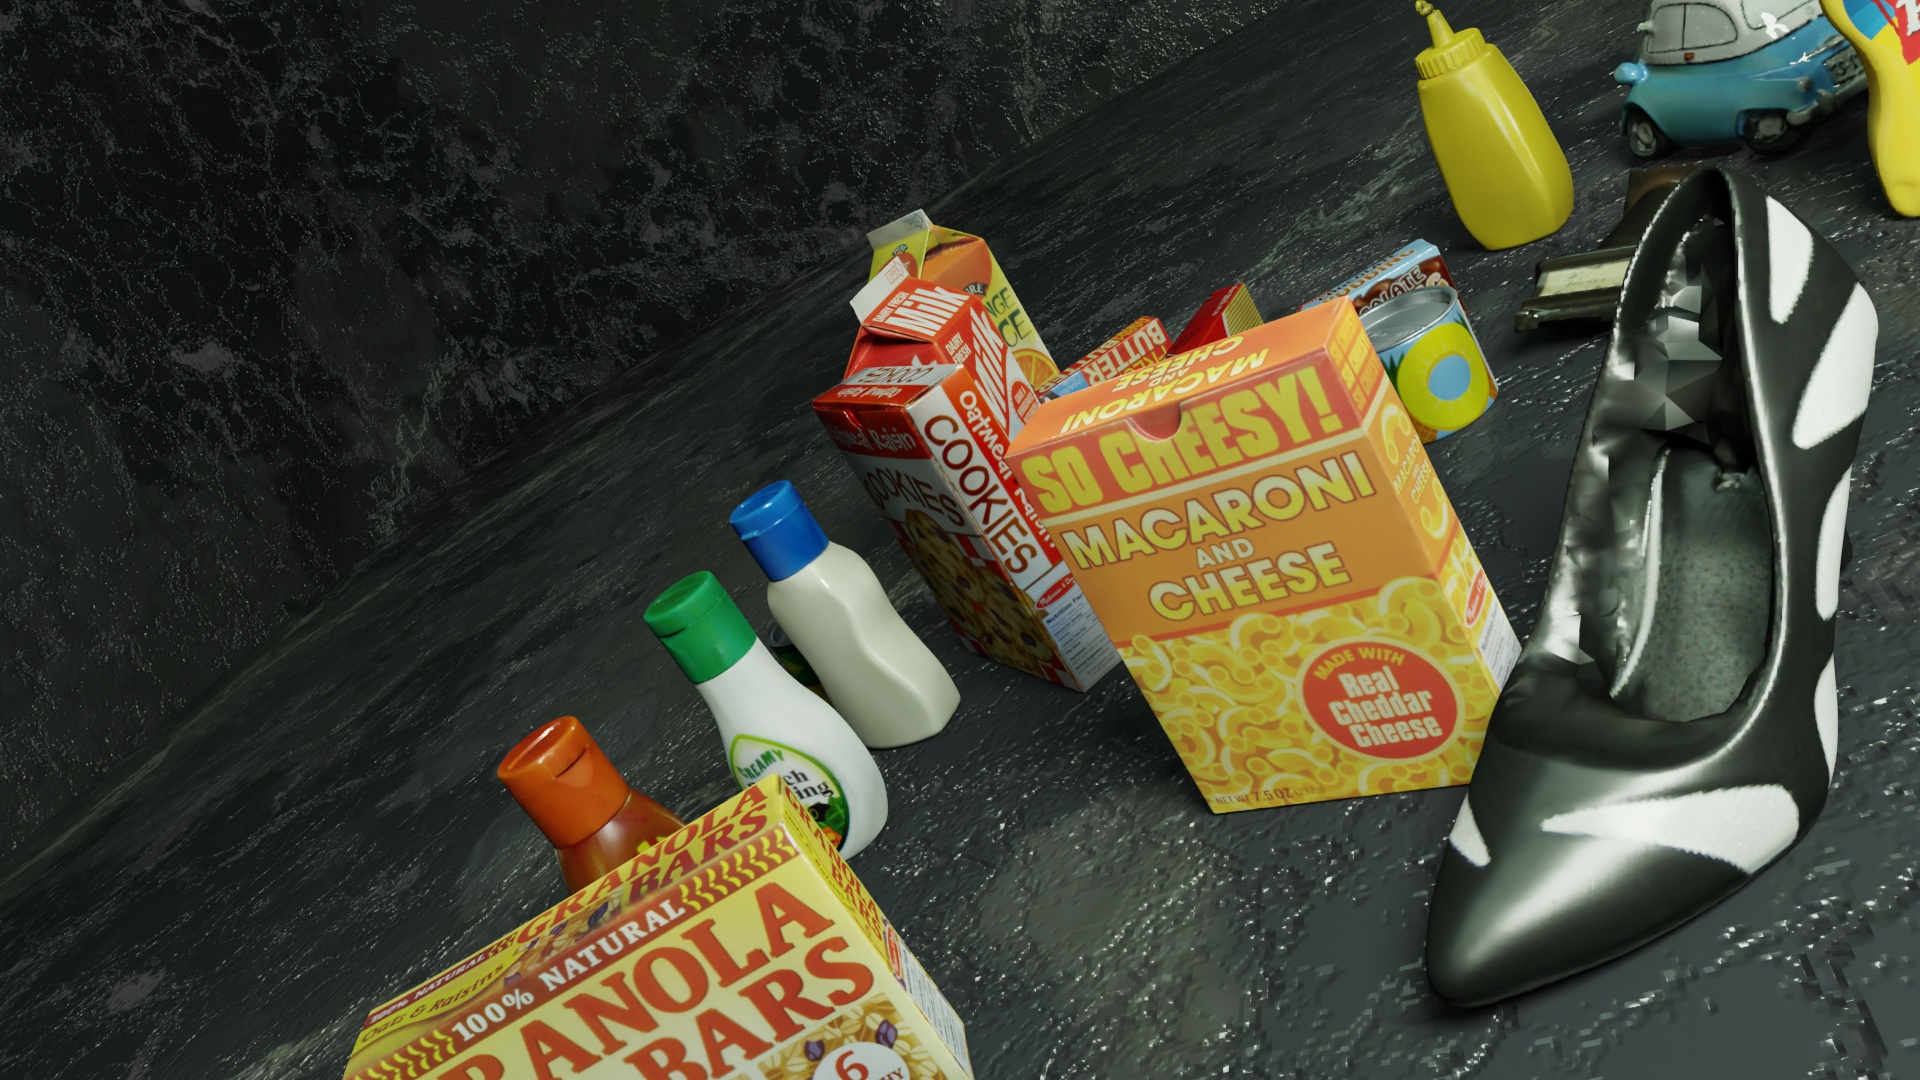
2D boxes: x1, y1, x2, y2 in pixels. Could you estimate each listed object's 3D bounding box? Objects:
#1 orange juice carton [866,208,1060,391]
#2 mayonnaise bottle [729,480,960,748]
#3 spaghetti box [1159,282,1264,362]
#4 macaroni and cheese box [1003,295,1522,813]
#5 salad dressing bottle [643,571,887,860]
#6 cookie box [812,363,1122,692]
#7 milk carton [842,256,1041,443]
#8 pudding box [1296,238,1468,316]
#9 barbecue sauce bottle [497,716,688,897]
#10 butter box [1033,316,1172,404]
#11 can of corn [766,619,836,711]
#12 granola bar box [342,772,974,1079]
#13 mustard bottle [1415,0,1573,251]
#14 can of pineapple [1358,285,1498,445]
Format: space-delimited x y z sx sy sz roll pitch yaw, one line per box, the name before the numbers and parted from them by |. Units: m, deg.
orange juice carton | 0.001 -0.147 1.004 0.073 0.192 0.071 -43 21 -30
mayonnaise bottle | -0.062 0.039 0.707 0.064 0.147 0.041 -17 24 38
spaghetti box | 0.135 -0.081 0.850 0.028 0.050 0.251 -16 24 40
macaroni and cheese box | 0.108 0.014 0.475 0.123 0.166 0.040 -17 24 38
salad dressing bottle | -0.090 0.082 0.641 0.064 0.147 0.044 -21 22 31
cookie box | 0.002 -0.009 0.695 0.040 0.167 0.123 -38 19 -17
milk carton | -0.003 -0.075 0.833 0.073 0.190 0.073 -20 22 33
pudding box | 0.246 -0.134 0.811 0.083 0.049 0.030 -29 19 8
barbecue sauce bottle | -0.127 0.138 0.560 0.043 0.148 0.065 -13 27 45
butter box | 0.103 -0.106 0.958 0.104 0.053 0.024 -35 19 -10
can of corn | -0.070 0.062 0.800 0.071 0.058 0.071 -28 19 11
granola bar box | -0.097 0.171 0.467 0.165 0.124 0.039 -31 18 3
mustard bottle | 0.313 -0.255 0.837 0.065 0.160 0.049 -9 30 50
can of pineapple | 0.230 -0.087 0.707 0.071 0.057 0.071 -28 19 11
